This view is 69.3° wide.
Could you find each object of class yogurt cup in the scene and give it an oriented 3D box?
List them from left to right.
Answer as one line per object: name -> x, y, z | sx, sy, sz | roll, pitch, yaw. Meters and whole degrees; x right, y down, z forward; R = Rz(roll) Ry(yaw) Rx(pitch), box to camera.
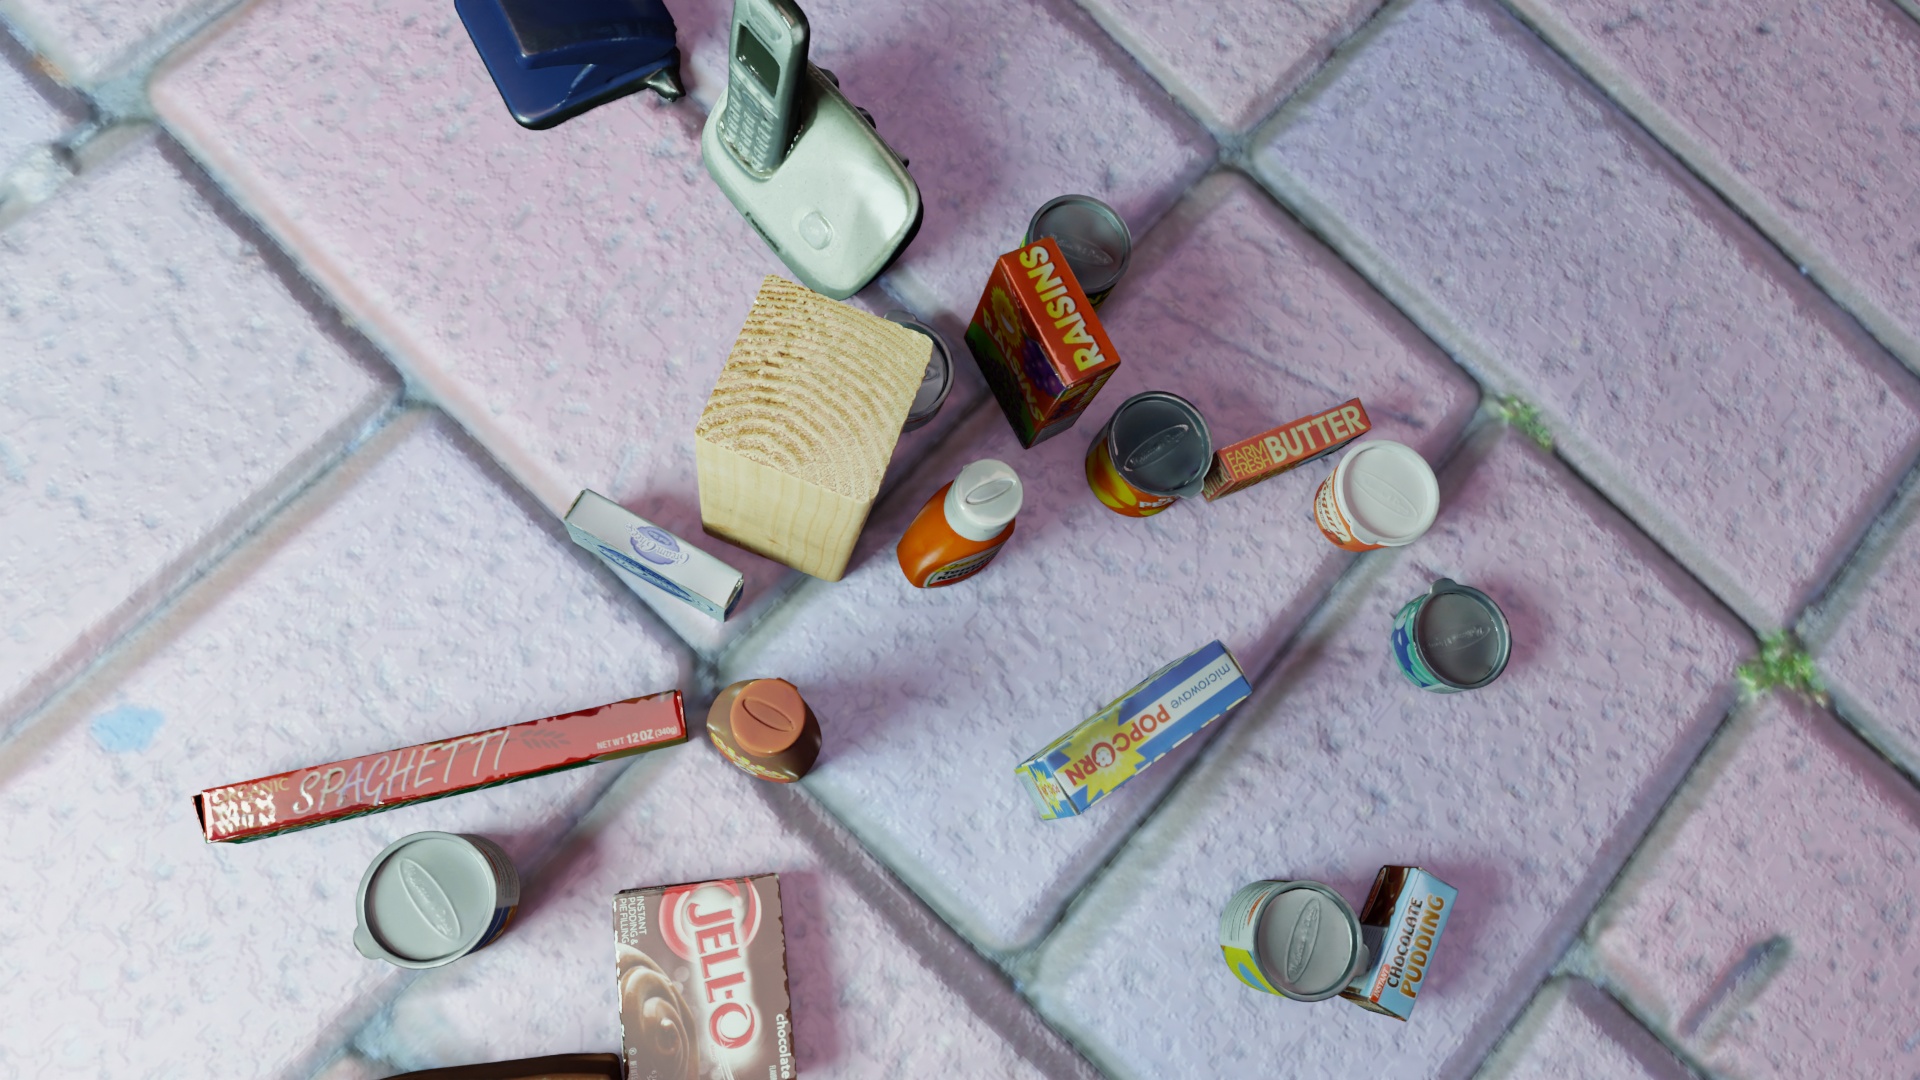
yogurt cup -> 0.259, -0.025, 0.876 | 0.072, 0.053, 0.072 | 2, 77, -9

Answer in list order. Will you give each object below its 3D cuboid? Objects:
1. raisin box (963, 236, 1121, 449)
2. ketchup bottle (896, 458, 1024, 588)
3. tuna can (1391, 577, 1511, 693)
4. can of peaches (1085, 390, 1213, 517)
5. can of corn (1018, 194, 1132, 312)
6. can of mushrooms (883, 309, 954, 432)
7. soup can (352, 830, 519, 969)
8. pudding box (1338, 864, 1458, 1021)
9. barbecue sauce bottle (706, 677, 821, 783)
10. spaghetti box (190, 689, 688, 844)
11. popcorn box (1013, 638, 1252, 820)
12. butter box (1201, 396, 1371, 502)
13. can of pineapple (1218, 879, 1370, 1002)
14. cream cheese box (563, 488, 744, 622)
raisin box -> 0.045, -0.114, 0.825 | 0.040, 0.123, 0.086 | -25, 82, -14
ketchup bottle -> 0.003, -0.010, 0.780 | 0.065, 0.148, 0.043 | -23, 82, -14
tuna can -> 0.307, 0.061, 0.875 | 0.071, 0.032, 0.071 | 2, 77, -9
can of peaches -> 0.116, -0.050, 0.856 | 0.071, 0.058, 0.071 | 2, 77, -9
can of corn -> 0.068, -0.173, 0.877 | 0.071, 0.058, 0.071 | 2, 77, -9
can of mushrooms -> -0.038, -0.103, 0.855 | 0.071, 0.033, 0.071 | 2, 77, -9
soup can -> -0.271, 0.187, 0.721 | 0.071, 0.083, 0.071 | 2, 77, -9
pudding box -> 0.255, 0.235, 0.815 | 0.030, 0.049, 0.084 | 29, 74, -2
barbecue sauce bottle -> -0.103, 0.099, 0.737 | 0.065, 0.148, 0.044 | 30, 74, -2
spaghetti box -> -0.274, 0.122, 0.753 | 0.250, 0.050, 0.029 | -12, 79, -12
popcorn box -> 0.098, 0.110, 0.800 | 0.127, 0.085, 0.038 | -32, 84, -15
butter box -> 0.202, -0.057, 0.874 | 0.104, 0.053, 0.024 | -21, 81, -14
can of pineapple -> 0.191, 0.231, 0.801 | 0.071, 0.057, 0.071 | 2, 77, -9
cream cheese box -> -0.174, 0.010, 0.795 | 0.104, 0.053, 0.024 | 29, 74, -2
